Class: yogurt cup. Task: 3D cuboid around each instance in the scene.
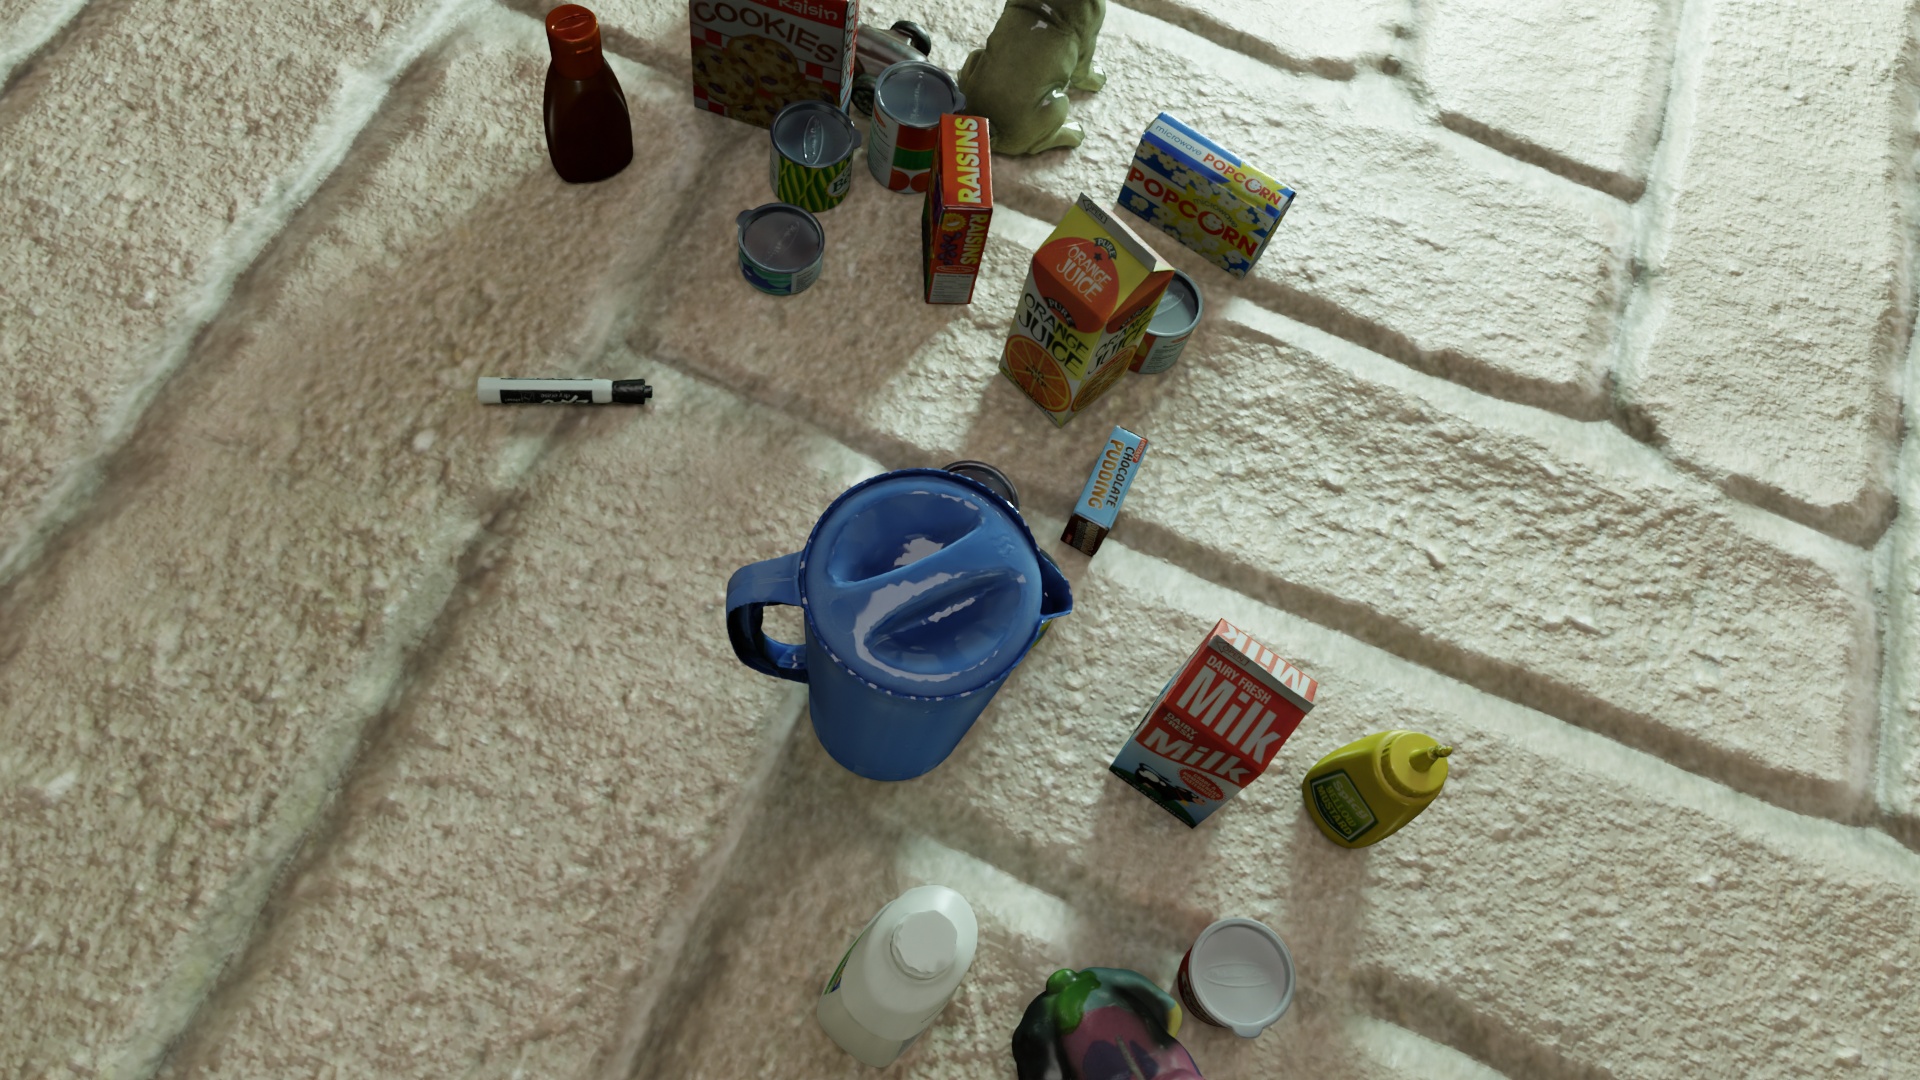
[{"bbox_3d":[0.171,0.276,0.878,0.072,0.053,0.072,3,65,-7],"label":"yogurt cup"}]

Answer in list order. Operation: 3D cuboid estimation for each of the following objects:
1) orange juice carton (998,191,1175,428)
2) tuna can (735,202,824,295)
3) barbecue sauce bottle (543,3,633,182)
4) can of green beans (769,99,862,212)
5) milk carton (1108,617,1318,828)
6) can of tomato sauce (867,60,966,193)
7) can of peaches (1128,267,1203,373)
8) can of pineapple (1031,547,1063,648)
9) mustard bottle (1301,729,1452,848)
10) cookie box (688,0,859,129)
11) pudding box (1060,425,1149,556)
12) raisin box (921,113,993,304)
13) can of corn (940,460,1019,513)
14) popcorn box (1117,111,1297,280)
[{"bbox_3d":[0.090,-0.167,0.991,0.073,0.191,0.072,-39,77,-22],"label":"orange juice carton"},{"bbox_3d":[-0.141,-0.225,1.070,0.071,0.032,0.071,3,65,-7],"label":"tuna can"},{"bbox_3d":[-0.280,-0.330,1.032,0.065,0.148,0.044,-25,72,-18],"label":"barbecue sauce bottle"},{"bbox_3d":[-0.117,-0.302,1.095,0.071,0.057,0.071,3,65,-7],"label":"can of green beans"},{"bbox_3d":[0.161,0.113,0.876,0.072,0.189,0.074,35,66,8],"label":"milk carton"},{"bbox_3d":[-0.037,-0.327,1.105,0.071,0.082,0.071,3,66,-7],"label":"can of tomato sauce"},{"bbox_3d":[0.147,-0.173,1.077,0.071,0.057,0.071,3,65,-7],"label":"can of peaches"},{"bbox_3d":[0.033,0.042,0.961,0.071,0.057,0.071,3,65,-7],"label":"can of pineapple"},{"bbox_3d":[0.272,0.153,0.891,0.049,0.159,0.065,-26,73,-19],"label":"mustard bottle"},{"bbox_3d":[-0.144,-0.384,1.068,0.123,0.166,0.040,18,65,-1],"label":"cookie box"},{"bbox_3d":[0.106,-0.036,1.013,0.030,0.049,0.084,26,65,3],"label":"pudding box"},{"bbox_3d":[-0.004,-0.248,1.052,0.040,0.123,0.086,2,66,-8],"label":"raisin box"},{"bbox_3d":[0.004,-0.012,0.981,0.071,0.058,0.071,3,65,-7],"label":"can of corn"},{"bbox_3d":[0.195,-0.277,1.117,0.127,0.085,0.038,34,66,7],"label":"popcorn box"}]
